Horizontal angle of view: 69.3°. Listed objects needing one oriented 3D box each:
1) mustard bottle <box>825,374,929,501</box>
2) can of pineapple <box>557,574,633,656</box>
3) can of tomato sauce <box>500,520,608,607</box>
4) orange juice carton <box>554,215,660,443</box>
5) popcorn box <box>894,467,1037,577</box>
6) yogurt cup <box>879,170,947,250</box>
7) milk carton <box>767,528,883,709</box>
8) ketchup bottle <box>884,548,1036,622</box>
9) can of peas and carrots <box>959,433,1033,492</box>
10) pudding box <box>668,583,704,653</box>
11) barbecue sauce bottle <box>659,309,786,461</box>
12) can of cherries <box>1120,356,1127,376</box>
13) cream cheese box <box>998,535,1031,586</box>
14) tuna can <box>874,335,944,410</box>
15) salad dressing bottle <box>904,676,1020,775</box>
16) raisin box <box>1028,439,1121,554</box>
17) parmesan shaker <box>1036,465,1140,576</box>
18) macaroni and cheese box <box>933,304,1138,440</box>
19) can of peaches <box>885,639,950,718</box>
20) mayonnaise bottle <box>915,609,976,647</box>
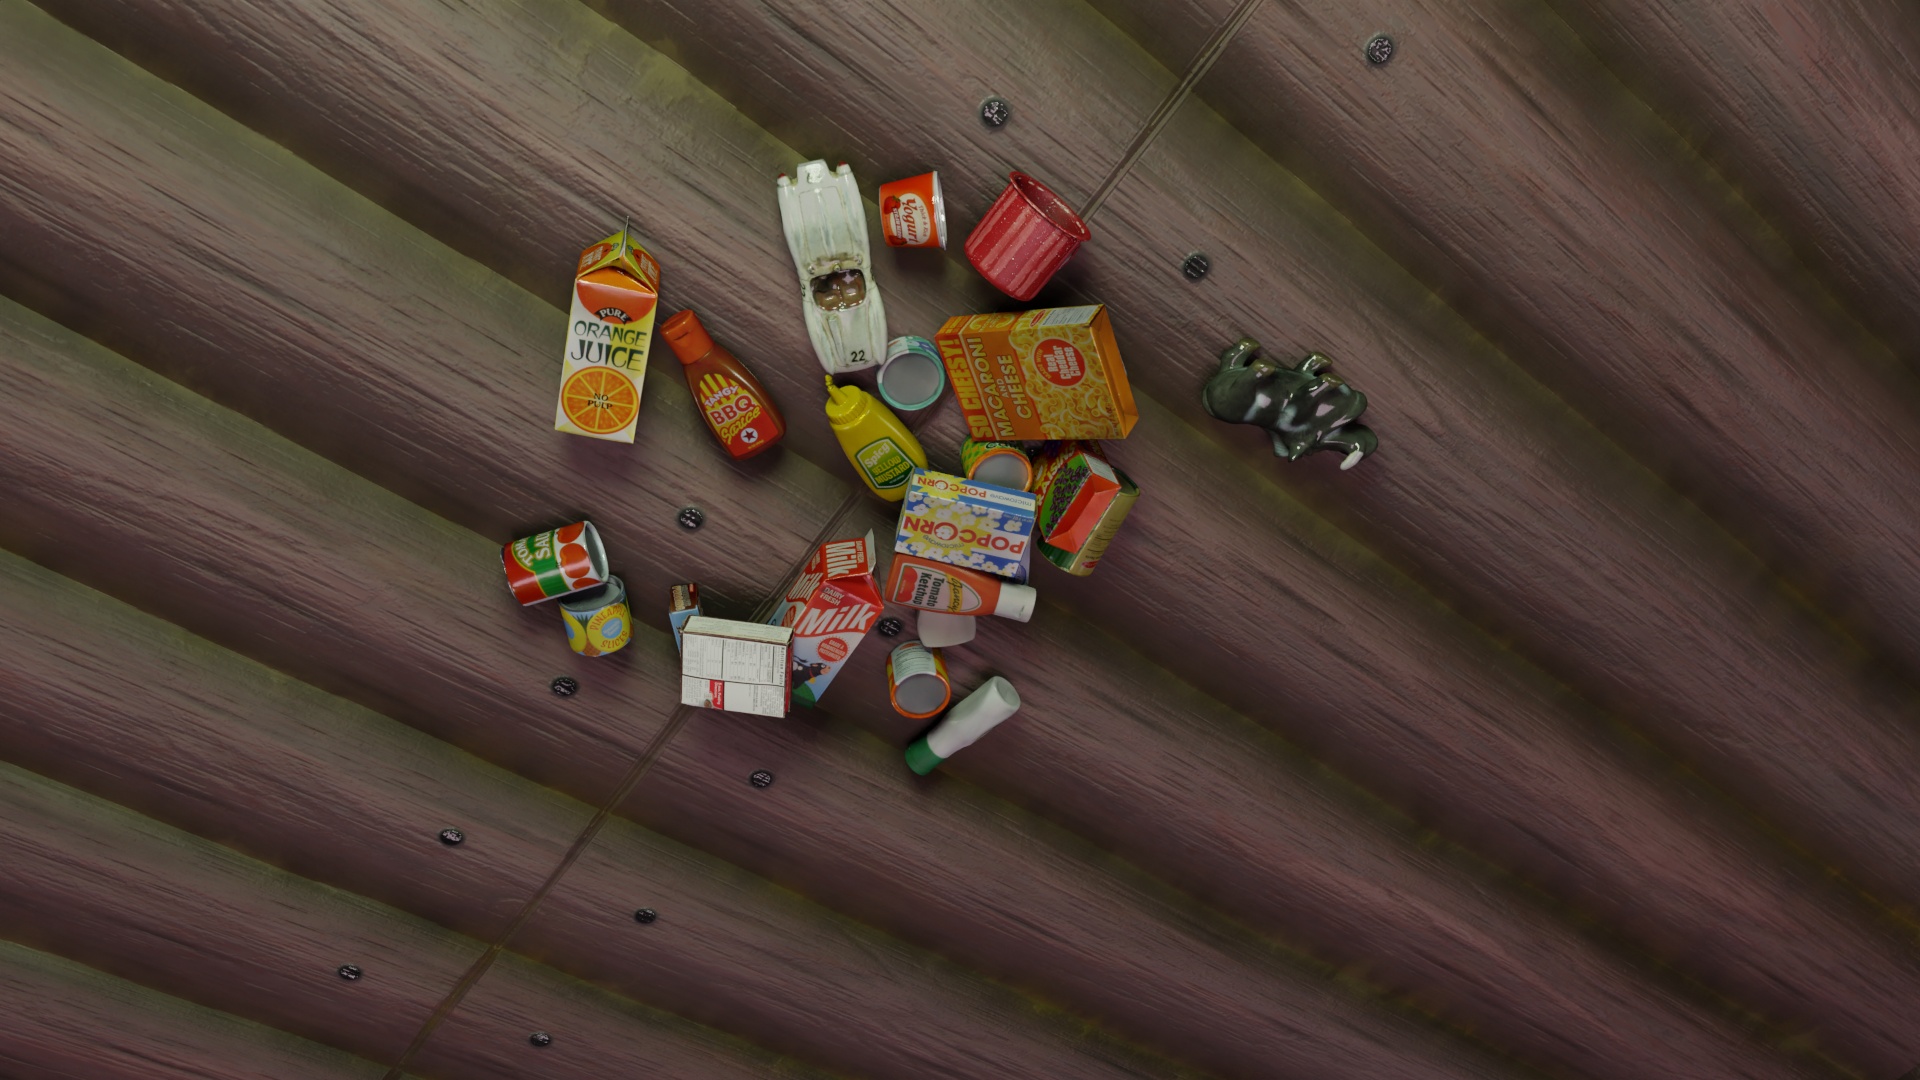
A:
[{"bbox_3d":[-0.089,-0.103,1.338,0.065,0.049,0.159,-30,133,11],"label":"mustard bottle"},{"bbox_3d":[-0.368,0.076,1.406,0.071,0.071,0.057,-8,123,-4],"label":"can of pineapple"},{"bbox_3d":[-0.399,0.021,1.369,0.083,0.071,0.071,-16,122,0],"label":"can of tomato sauce"},{"bbox_3d":[-0.315,-0.192,1.252,0.073,0.072,0.191,9,119,-15],"label":"orange juice carton"},{"bbox_3d":[0.005,-0.017,1.363,0.127,0.038,0.084,13,134,-5],"label":"popcorn box"},{"bbox_3d":[-0.042,-0.293,1.240,0.054,0.073,0.072,-6,122,4],"label":"yogurt cup"},{"bbox_3d":[-0.139,0.076,1.440,0.073,0.072,0.190,27,113,-22],"label":"milk carton"},{"bbox_3d":[0.001,0.048,1.409,0.149,0.044,0.064,14,121,-7],"label":"ketchup bottle"},{"bbox_3d":[0.037,-0.076,1.384,0.071,0.059,0.070,-4,122,-7],"label":"can of peas and carrots"},{"bbox_3d":[-0.280,0.092,1.441,0.030,0.050,0.083,-10,122,-5],"label":"pudding box"},{"bbox_3d":[-0.227,-0.148,1.309,0.065,0.044,0.148,-27,121,9],"label":"barbecue sauce bottle"},{"bbox_3d":[0.118,-0.173,1.334,0.071,0.072,0.058,-21,122,4],"label":"can of cherries"},{"bbox_3d":[0.056,0.023,1.450,0.024,0.053,0.103,-4,121,-9],"label":"cream cheese box"},{"bbox_3d":[-0.047,-0.159,1.336,0.071,0.033,0.070,-4,121,-6],"label":"tuna can"},{"bbox_3d":[0.000,0.209,1.552,0.147,0.064,0.044,-40,100,24],"label":"salad dressing bottle"},{"bbox_3d":[0.106,-0.056,1.369,0.040,0.124,0.085,21,116,-22],"label":"raisin box"},{"bbox_3d":[0.133,-0.024,1.429,0.071,0.071,0.102,21,115,-20],"label":"parmesan shaker"},{"bbox_3d":[0.071,-0.154,1.303,0.166,0.040,0.123,2,128,33],"label":"macaroni and cheese box"},{"bbox_3d":[-0.045,0.153,1.509,0.071,0.058,0.071,-4,121,-7],"label":"can of peaches"},{"bbox_3d":[-0.023,0.042,1.457,0.065,0.041,0.147,-9,120,1],"label":"mayonnaise bottle"}]
